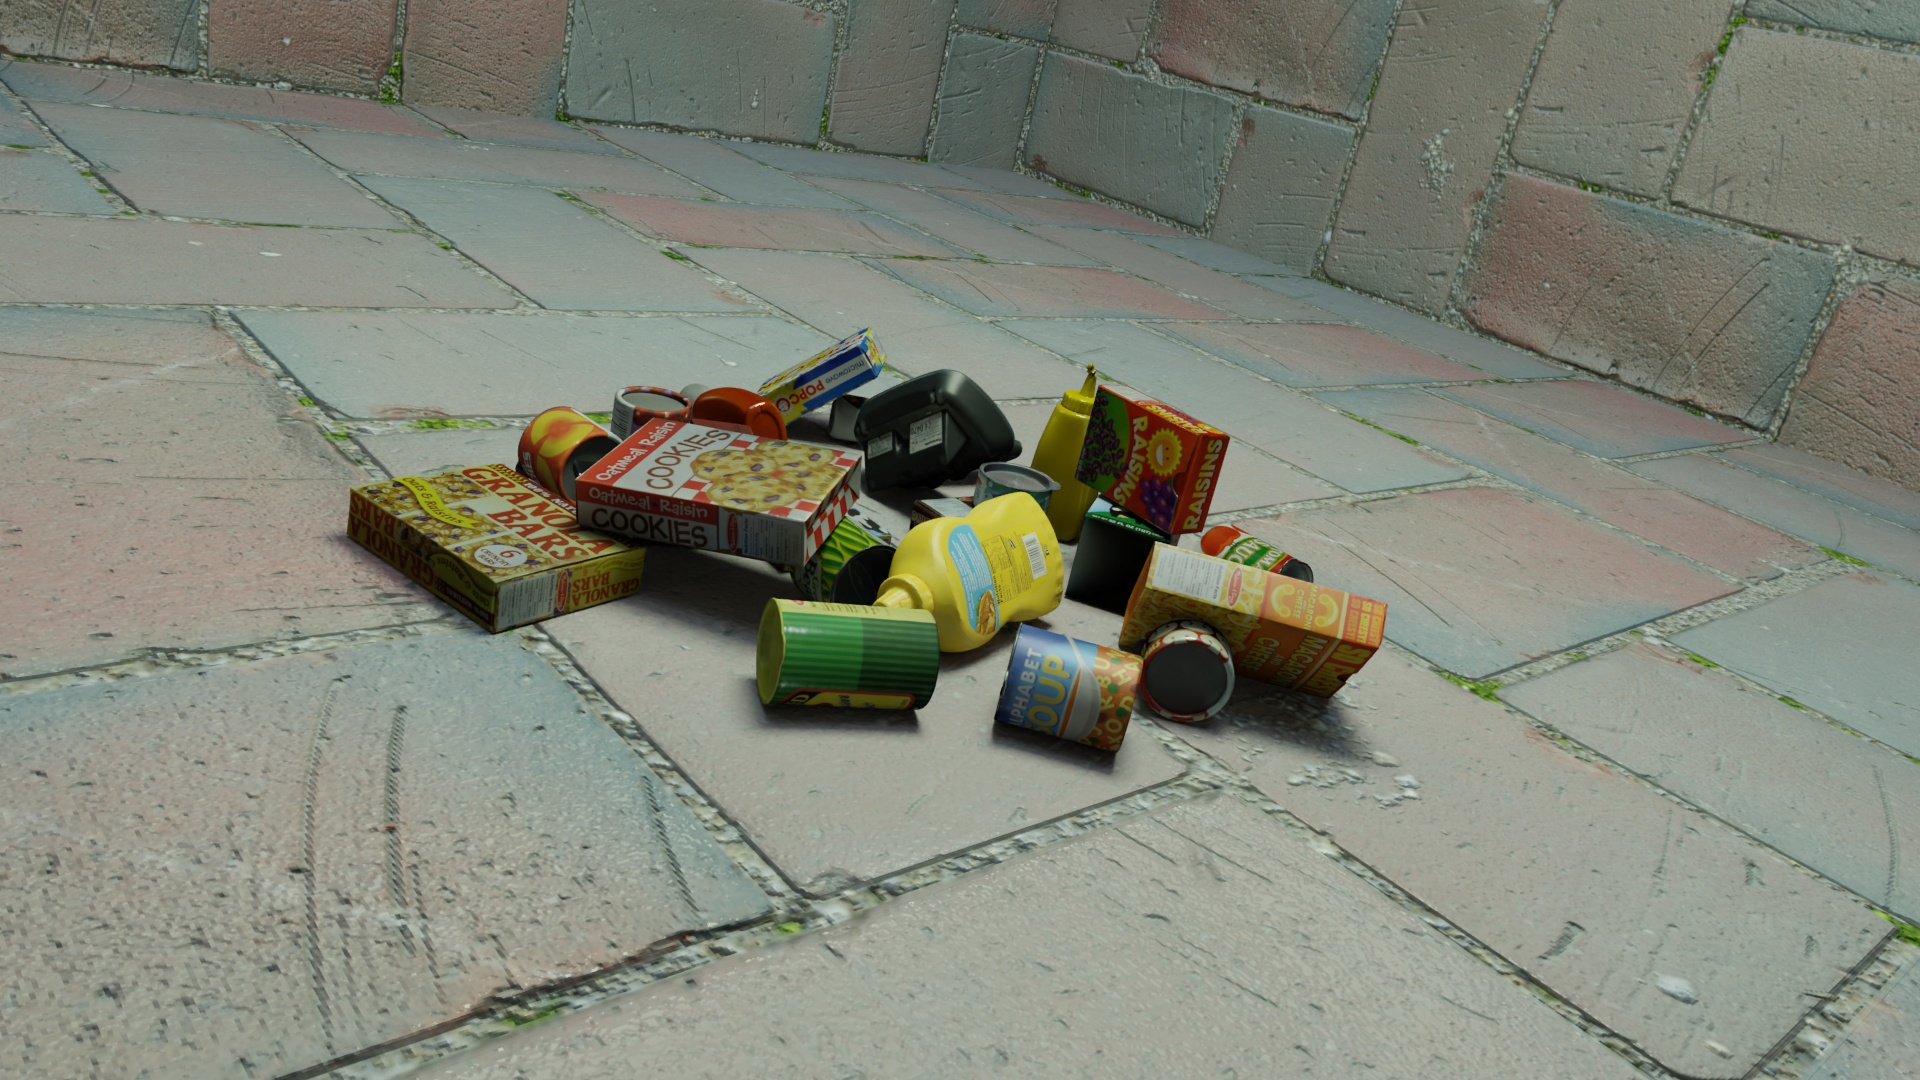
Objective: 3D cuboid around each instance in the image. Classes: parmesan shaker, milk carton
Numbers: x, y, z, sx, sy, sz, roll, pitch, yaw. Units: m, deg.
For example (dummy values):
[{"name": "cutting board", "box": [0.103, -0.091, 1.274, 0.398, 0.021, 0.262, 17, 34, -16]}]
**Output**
[{"name": "parmesan shaker", "box": [-0.071, 0.073, 0.877, 0.103, 0.071, 0.071, 6, 22, -20]}, {"name": "milk carton", "box": [0.150, -0.006, 1.192, 0.072, 0.073, 0.191, 17, 21, 12]}]

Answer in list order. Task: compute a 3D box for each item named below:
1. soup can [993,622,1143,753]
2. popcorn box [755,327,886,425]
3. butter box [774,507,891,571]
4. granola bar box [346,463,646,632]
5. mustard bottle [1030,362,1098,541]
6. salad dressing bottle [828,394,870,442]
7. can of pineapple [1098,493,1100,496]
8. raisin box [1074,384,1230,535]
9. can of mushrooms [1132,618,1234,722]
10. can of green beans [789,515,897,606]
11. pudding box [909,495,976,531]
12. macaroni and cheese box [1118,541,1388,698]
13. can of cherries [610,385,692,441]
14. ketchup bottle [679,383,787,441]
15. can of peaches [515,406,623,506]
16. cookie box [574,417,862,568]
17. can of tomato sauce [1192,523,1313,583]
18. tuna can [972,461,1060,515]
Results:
[{"name": "soup can", "box": [0.070, 0.097, 0.901, 0.084, 0.071, 0.071, 15, 21, 5]}, {"name": "popcorn box", "box": [-0.137, -0.157, 1.355, 0.126, 0.038, 0.085, -26, 18, 12]}, {"name": "butter box", "box": [-0.111, -0.002, 1.099, 0.104, 0.024, 0.053, -7, 30, -41]}, {"name": "granola bar box", "box": [-0.319, -0.001, 0.956, 0.166, 0.039, 0.124, 26, 25, 29]}, {"name": "mustard bottle", "box": [0.100, -0.081, 1.234, 0.065, 0.159, 0.049, 21, 21, 17]}, {"name": "salad dressing bottle", "box": [-0.055, -0.113, 1.382, 0.148, 0.043, 0.064, 8, 19, -14]}, {"name": "can of pineapple", "box": [0.174, -0.062, 1.354, 0.058, 0.070, 0.071, -4, 27, -36]}, {"name": "raisin box", "box": [0.153, -0.067, 1.126, 0.040, 0.085, 0.123, -2, 25, -38]}, {"name": "can of mushrooms", "box": [0.155, 0.090, 0.967, 0.071, 0.070, 0.033, 14, 22, 2]}, {"name": "can of green beans", "box": [-0.082, 0.022, 1.001, 0.071, 0.071, 0.058, -6, 27, -40]}, {"name": "pudding box", "box": [0.004, -0.015, 1.190, 0.084, 0.030, 0.050, -6, 27, -41]}, {"name": "macaroni and cheese box", "box": [0.208, 0.062, 1.010, 0.166, 0.040, 0.123, 15, -23, 4]}, {"name": "can of cherries", "box": [-0.265, -0.096, 1.197, 0.071, 0.058, 0.072, 11, 22, -4]}, {"name": "ketchup bottle", "box": [-0.213, -0.112, 1.269, 0.044, 0.064, 0.149, -24, 29, -29]}, {"name": "can of peaches", "box": [-0.304, -0.063, 1.087, 0.058, 0.071, 0.071, 29, 26, 35]}, {"name": "cookie box", "box": [-0.169, -0.036, 0.985, 0.167, 0.040, 0.123, 10, 27, 11]}, {"name": "can of tomato sauce", "box": [0.241, 0.030, 1.163, 0.071, 0.071, 0.083, -5, 27, -40]}, {"name": "tuna can", "box": [0.048, -0.040, 1.188, 0.071, 0.032, 0.071, 12, 21, -4]}]
